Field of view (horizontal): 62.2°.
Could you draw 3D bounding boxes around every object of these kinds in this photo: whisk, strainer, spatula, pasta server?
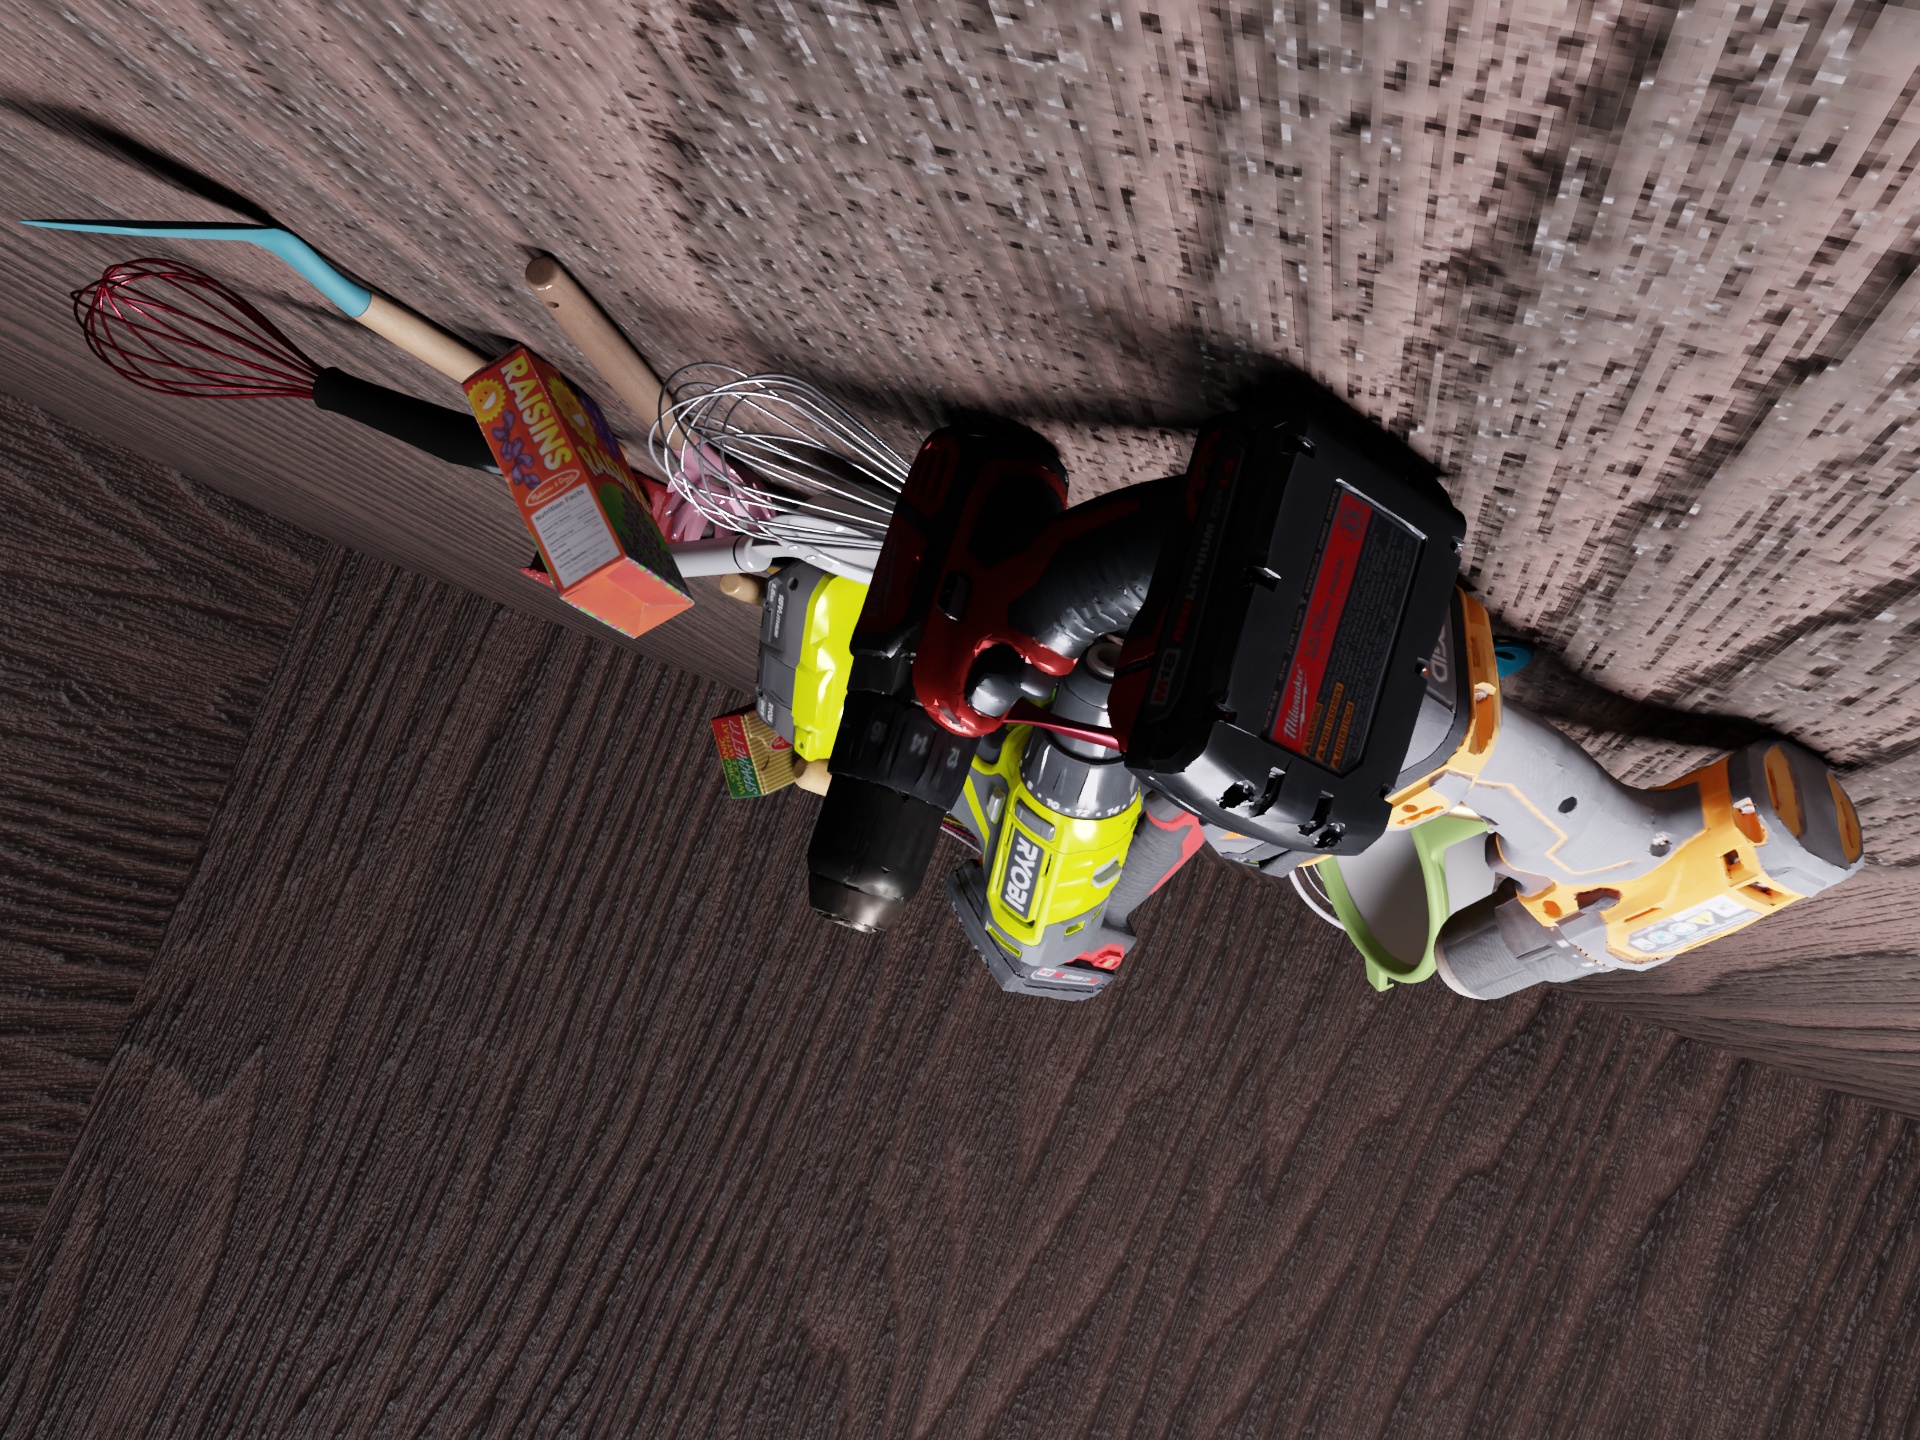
[{"bbox_3d":[-0.352,-0.182,0.845,0.296,0.073,0.073,22,176,14],"label":"whisk"},{"bbox_3d":[-0.098,-0.086,0.788,0.258,0.050,0.086,0,160,40],"label":"strainer"},{"bbox_3d":[-0.271,-0.178,0.760,0.082,0.044,0.317,14,173,33],"label":"spatula"},{"bbox_3d":[-0.004,-0.080,0.669,0.284,0.070,0.070,18,178,-38],"label":"whisk"},{"bbox_3d":[0.276,0.059,0.887,0.069,0.151,0.256,-14,167,-13],"label":"strainer"},{"bbox_3d":[0.003,0.063,0.975,0.244,0.051,0.047,21,-152,-36],"label":"whisk"},{"bbox_3d":[-0.136,-0.132,0.731,0.060,0.040,0.316,2,172,6],"label":"pasta server"}]

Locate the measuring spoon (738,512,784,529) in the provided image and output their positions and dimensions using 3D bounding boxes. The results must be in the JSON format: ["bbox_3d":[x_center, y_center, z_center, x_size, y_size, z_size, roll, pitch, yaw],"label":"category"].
[{"bbox_3d":[-0.090,-0.105,0.951,0.124,0.018,0.034,23,175,-35],"label":"measuring spoon"}]

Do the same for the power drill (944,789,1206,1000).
[{"bbox_3d":[0.105,0.063,0.911,0.143,0.219,0.079,22,-150,-55],"label":"power drill"}]

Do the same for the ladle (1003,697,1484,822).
[{"bbox_3d":[0.115,0.017,0.692,0.315,0.031,0.069,10,-179,2],"label":"ladle"}]

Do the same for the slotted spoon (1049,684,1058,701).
[{"bbox_3d":[0.031,-0.045,1.065,0.070,0.031,0.313,17,173,19],"label":"slotted spoon"}]

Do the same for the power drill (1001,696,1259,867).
[{"bbox_3d":[0.120,0.046,1.080,0.223,0.080,0.171,16,173,19],"label":"power drill"}]

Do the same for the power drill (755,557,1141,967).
[{"bbox_3d":[-0.001,-0.003,0.822,0.229,0.190,0.080,38,-132,27],"label":"power drill"}]

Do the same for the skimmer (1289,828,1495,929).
[{"bbox_3d":[0.318,0.092,0.978,0.127,0.090,0.363,51,169,-6],"label":"skimmer"}]

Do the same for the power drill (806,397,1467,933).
[{"bbox_3d":[0.033,-0.010,0.515,0.080,0.188,0.227,23,171,-34],"label":"power drill"}]

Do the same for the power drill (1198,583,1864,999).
[{"bbox_3d":[0.199,0.042,0.622,0.226,0.084,0.185,22,144,-21],"label":"power drill"}]

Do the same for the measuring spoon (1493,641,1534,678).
[{"bbox_3d":[0.200,-0.024,0.660,0.042,0.021,0.128,23,166,-10],"label":"measuring spoon"}]

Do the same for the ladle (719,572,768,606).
[{"bbox_3d":[-0.094,-0.060,0.995,0.078,0.062,0.320,32,-174,11],"label":"ladle"}]
